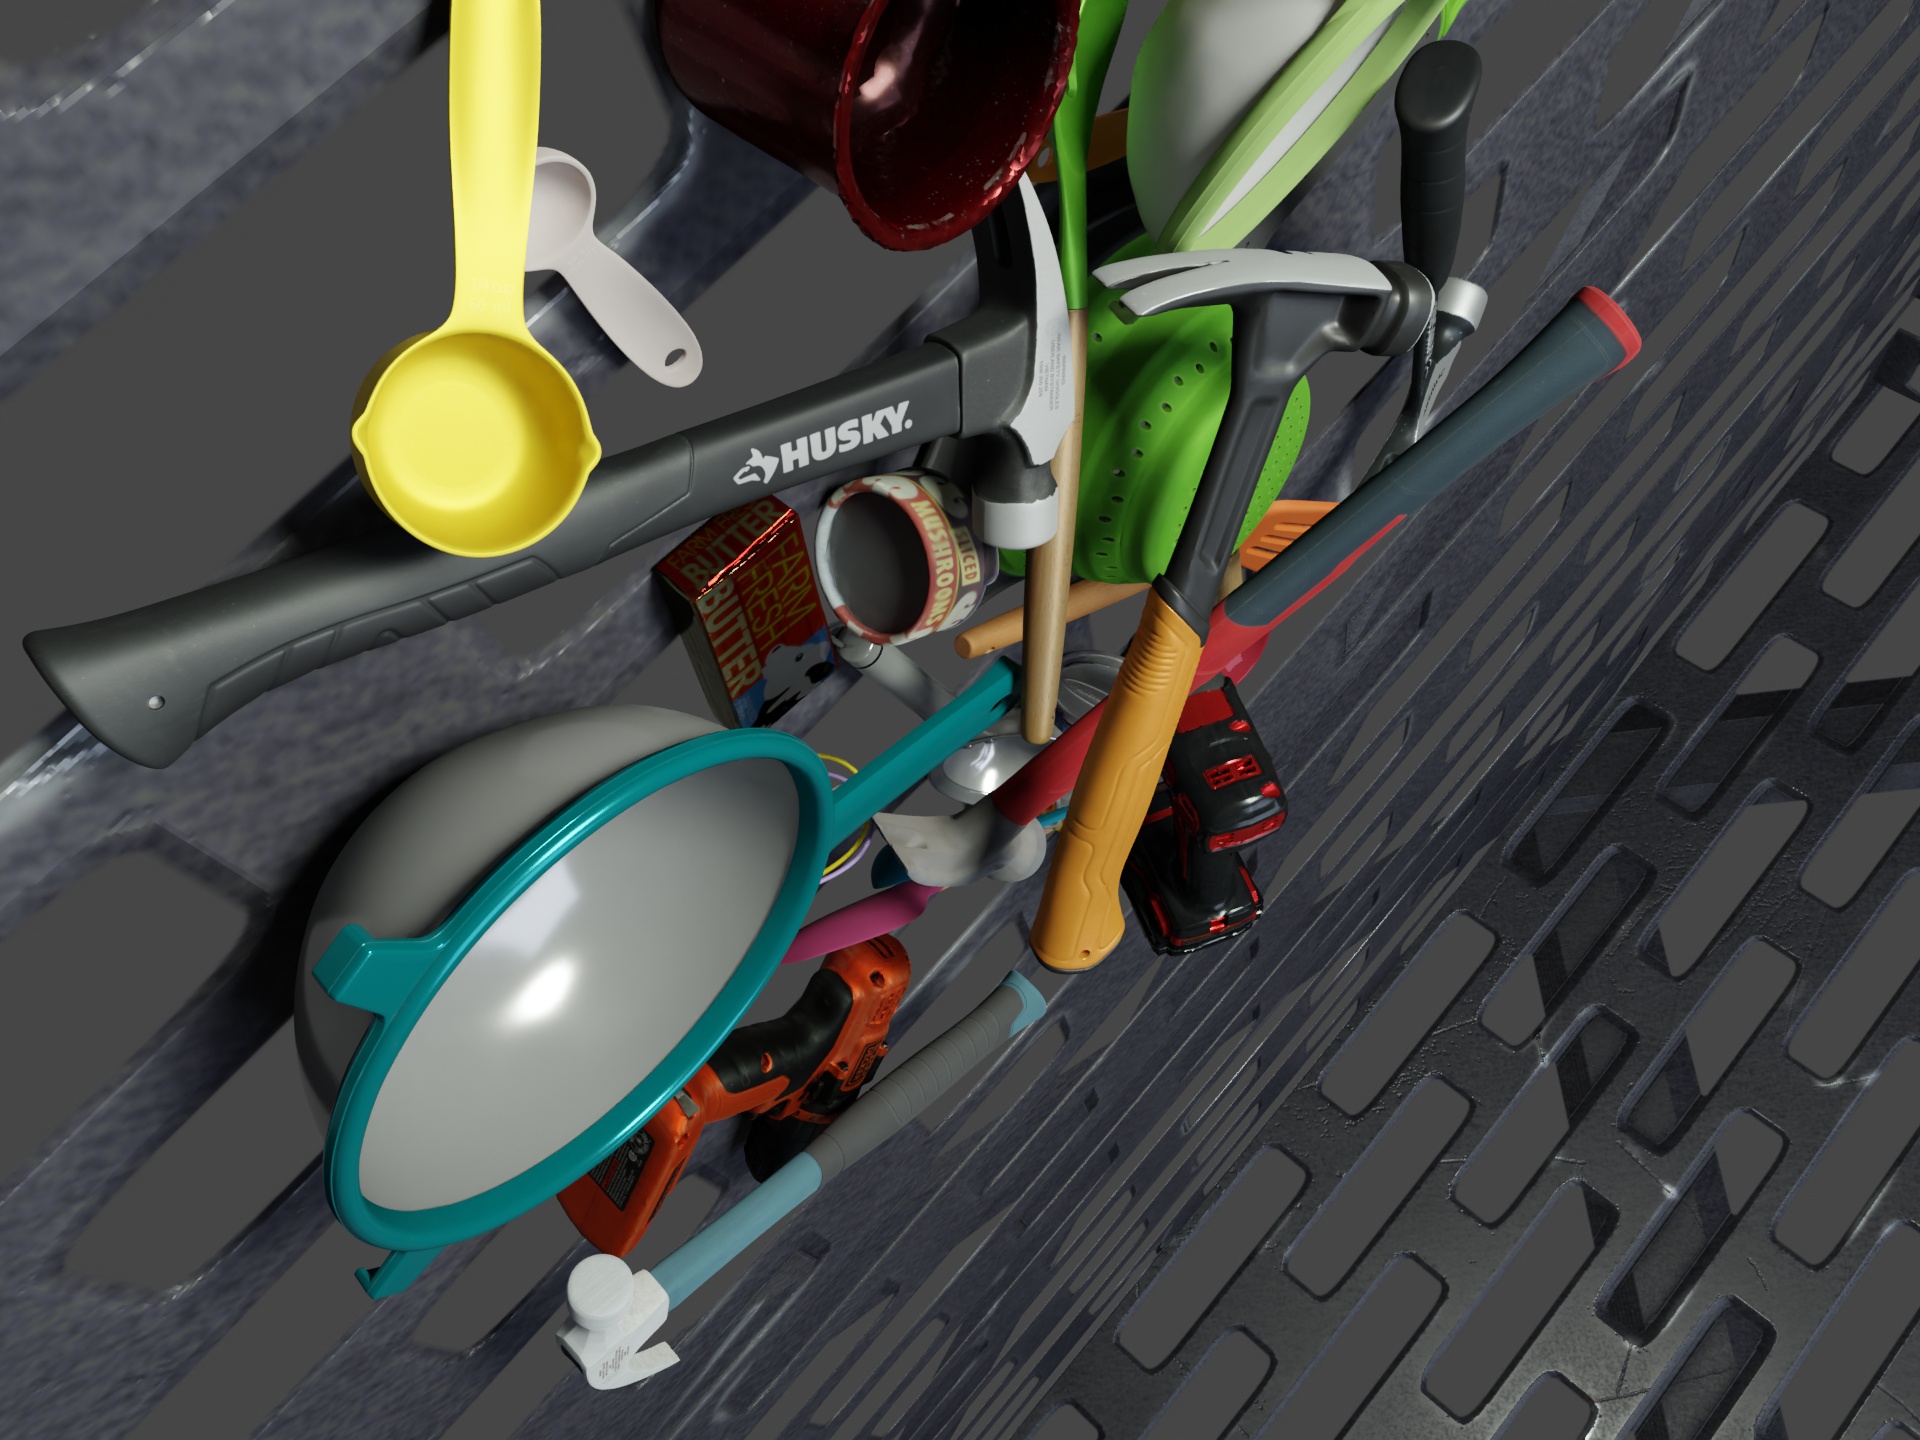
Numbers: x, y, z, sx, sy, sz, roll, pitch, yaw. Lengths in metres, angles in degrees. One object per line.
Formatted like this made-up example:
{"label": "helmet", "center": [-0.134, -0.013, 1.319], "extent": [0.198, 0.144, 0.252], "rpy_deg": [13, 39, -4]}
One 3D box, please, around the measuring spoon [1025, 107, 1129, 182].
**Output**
{"label": "measuring spoon", "center": [0.061, -0.231, 0.621], "extent": [0.117, 0.011, 0.021], "rpy_deg": [-31, 145, -32]}

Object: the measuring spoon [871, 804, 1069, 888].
{"label": "measuring spoon", "center": [0.011, 0.057, 0.838], "extent": [0.128, 0.021, 0.042], "rpy_deg": [-21, -178, -1]}

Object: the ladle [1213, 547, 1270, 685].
{"label": "ladle", "center": [0.151, -0.063, 0.905], "extent": [0.069, 0.031, 0.315], "rpy_deg": [-48, 167, 0]}

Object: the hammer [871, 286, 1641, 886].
{"label": "hammer", "center": [0.127, -0.053, 0.705], "extent": [0.386, 0.038, 0.143], "rpy_deg": [-40, 160, 15]}

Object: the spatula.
{"label": "spatula", "center": [0.113, -0.076, 0.873], "extent": [0.322, 0.041, 0.081], "rpy_deg": [-24, 168, -43]}

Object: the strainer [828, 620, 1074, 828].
{"label": "strainer", "center": [-0.001, -0.002, 0.775], "extent": [0.087, 0.050, 0.258], "rpy_deg": [-14, 157, 20]}

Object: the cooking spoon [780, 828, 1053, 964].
{"label": "cooking spoon", "center": [-0.001, 0.081, 0.894], "extent": [0.319, 0.069, 0.017], "rpy_deg": [-21, 97, -54]}

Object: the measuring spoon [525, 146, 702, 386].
{"label": "measuring spoon", "center": [-0.105, -0.128, 0.463], "extent": [0.034, 0.018, 0.124], "rpy_deg": [-45, 162, 1]}

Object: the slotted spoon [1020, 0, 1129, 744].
{"label": "slotted spoon", "center": [0.037, -0.130, 0.599], "extent": [0.070, 0.031, 0.313], "rpy_deg": [-53, 150, -58]}

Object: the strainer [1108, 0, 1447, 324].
{"label": "strainer", "center": [0.111, -0.244, 0.513], "extent": [0.151, 0.069, 0.256], "rpy_deg": [-45, 177, -17]}

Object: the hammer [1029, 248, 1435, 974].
{"label": "hammer", "center": [0.075, -0.023, 0.635], "extent": [0.127, 0.034, 0.336], "rpy_deg": [-6, 130, -26]}

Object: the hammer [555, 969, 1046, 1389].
{"label": "hammer", "center": [-0.069, 0.228, 0.835], "extent": [0.331, 0.033, 0.128], "rpy_deg": [-32, 152, -37]}

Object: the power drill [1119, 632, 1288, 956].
{"label": "power drill", "center": [0.138, 0.045, 0.975], "extent": [0.078, 0.143, 0.219], "rpy_deg": [-19, 151, -7]}

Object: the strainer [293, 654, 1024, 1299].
{"label": "strainer", "center": [-0.108, 0.039, 0.585], "extent": [0.340, 0.095, 0.210], "rpy_deg": [-37, 154, -40]}

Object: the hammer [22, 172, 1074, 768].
{"label": "hammer", "center": [-0.096, -0.072, 0.475], "extent": [0.335, 0.035, 0.146], "rpy_deg": [-26, 133, -31]}

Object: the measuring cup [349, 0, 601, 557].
{"label": "measuring cup", "center": [-0.121, -0.120, 0.396], "extent": [0.062, 0.029, 0.156], "rpy_deg": [-1, 101, -34]}

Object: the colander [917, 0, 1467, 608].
{"label": "colander", "center": [0.138, -0.187, 0.706], "extent": [0.397, 0.095, 0.204], "rpy_deg": [-50, 155, -7]}

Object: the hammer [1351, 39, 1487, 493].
{"label": "hammer", "center": [0.229, -0.214, 0.790], "extent": [0.149, 0.036, 0.408], "rpy_deg": [-69, 164, 0]}

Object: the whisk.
{"label": "whisk", "center": [-0.134, 0.079, 0.660], "extent": [0.245, 0.051, 0.047], "rpy_deg": [-30, 126, -33]}
